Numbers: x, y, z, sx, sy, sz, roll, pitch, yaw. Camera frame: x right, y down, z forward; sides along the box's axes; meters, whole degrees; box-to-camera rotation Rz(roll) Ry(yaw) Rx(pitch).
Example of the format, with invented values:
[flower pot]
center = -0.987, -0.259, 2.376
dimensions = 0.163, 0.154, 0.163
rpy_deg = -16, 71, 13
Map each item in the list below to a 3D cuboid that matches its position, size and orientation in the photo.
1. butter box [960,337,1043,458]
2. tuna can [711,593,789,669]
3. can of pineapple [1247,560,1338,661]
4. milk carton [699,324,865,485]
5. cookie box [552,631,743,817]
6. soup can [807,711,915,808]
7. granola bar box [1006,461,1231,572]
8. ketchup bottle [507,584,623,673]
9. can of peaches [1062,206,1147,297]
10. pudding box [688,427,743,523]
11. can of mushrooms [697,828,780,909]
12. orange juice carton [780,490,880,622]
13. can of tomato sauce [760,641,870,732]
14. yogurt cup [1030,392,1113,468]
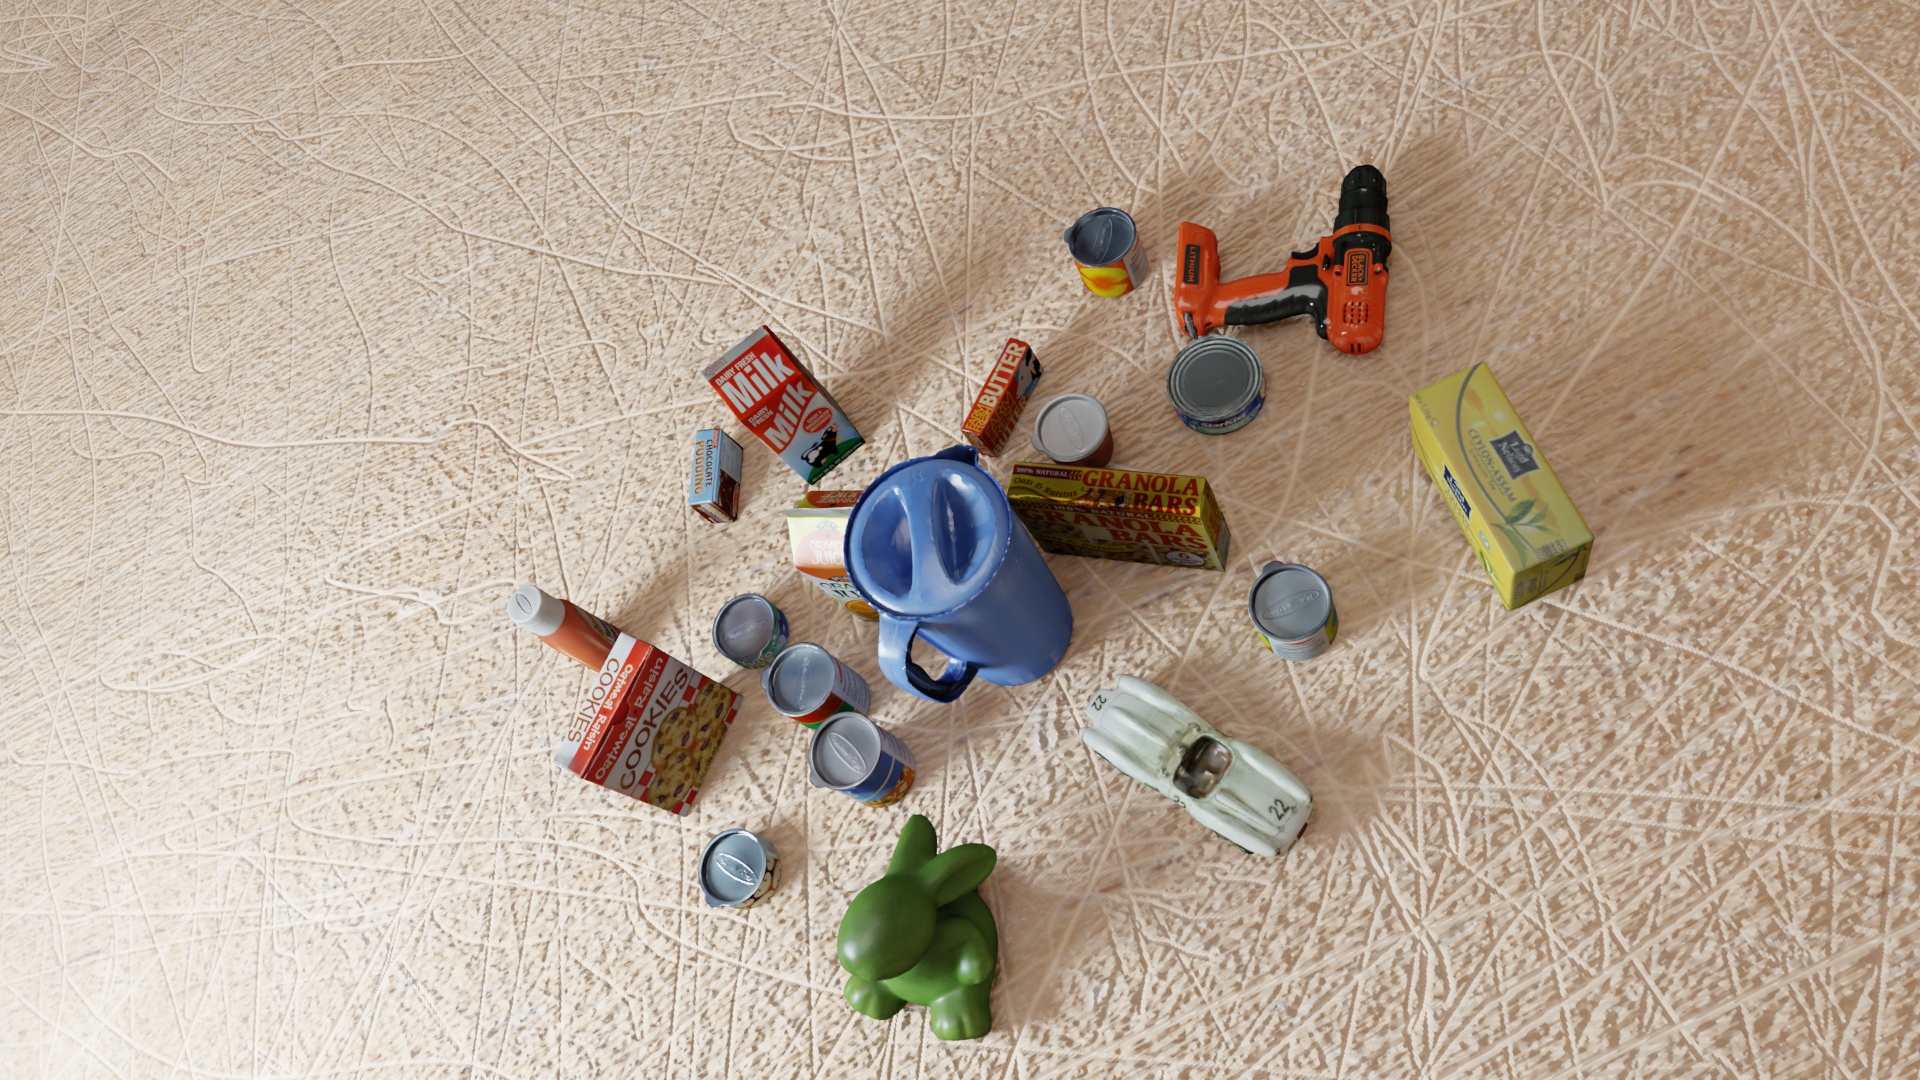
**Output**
[butter box]
center = 0.040, -0.132, 1.297
dimensions = 0.024, 0.053, 0.103
rpy_deg = 22, 77, 27
[tuna can]
center = -0.195, 0.088, 1.301
dimensions = 0.071, 0.032, 0.071
rpy_deg = -8, 66, 17
[can of pineapple]
center = 0.270, 0.057, 1.127
dimensions = 0.071, 0.057, 0.071
rpy_deg = -8, 66, 17
[milk carton]
center = -0.169, -0.133, 1.296
dimensions = 0.072, 0.190, 0.073
rpy_deg = -38, 61, 2
[cookie box]
center = -0.268, 0.165, 1.217
dimensions = 0.040, 0.167, 0.123
rpy_deg = 19, 76, 26
[soup can]
center = -0.085, 0.191, 1.186
dimensions = 0.071, 0.083, 0.071
rpy_deg = -8, 66, 17
[granola bar box]
center = 0.136, -0.020, 1.172
dimensions = 0.165, 0.124, 0.039
rpy_deg = 6, 71, 23
[ketchup bottle]
center = -0.364, 0.084, 1.298
dimensions = 0.043, 0.148, 0.065
rpy_deg = -44, 61, -1
[can of peaches]
center = 0.138, -0.273, 1.319
dimensions = 0.071, 0.058, 0.071
rpy_deg = -8, 66, 17
[pudding box]
center = -0.241, -0.064, 1.374
dimensions = 0.030, 0.049, 0.084
rpy_deg = -7, 66, 18
[can of mushrooms]
center = -0.194, 0.289, 1.212
dimensions = 0.071, 0.033, 0.071
rpy_deg = -8, 66, 17
[orange juice carton]
center = -0.083, 0.009, 1.201
dimensions = 0.072, 0.192, 0.073
rpy_deg = 1, 69, 21
[can of tomato sauce]
center = -0.126, 0.134, 1.226
dimensions = 0.071, 0.083, 0.071
rpy_deg = -8, 66, 17
[yogurt cup]
center = 0.106, -0.093, 1.255
dimensions = 0.072, 0.054, 0.072
rpy_deg = -8, 66, 17
